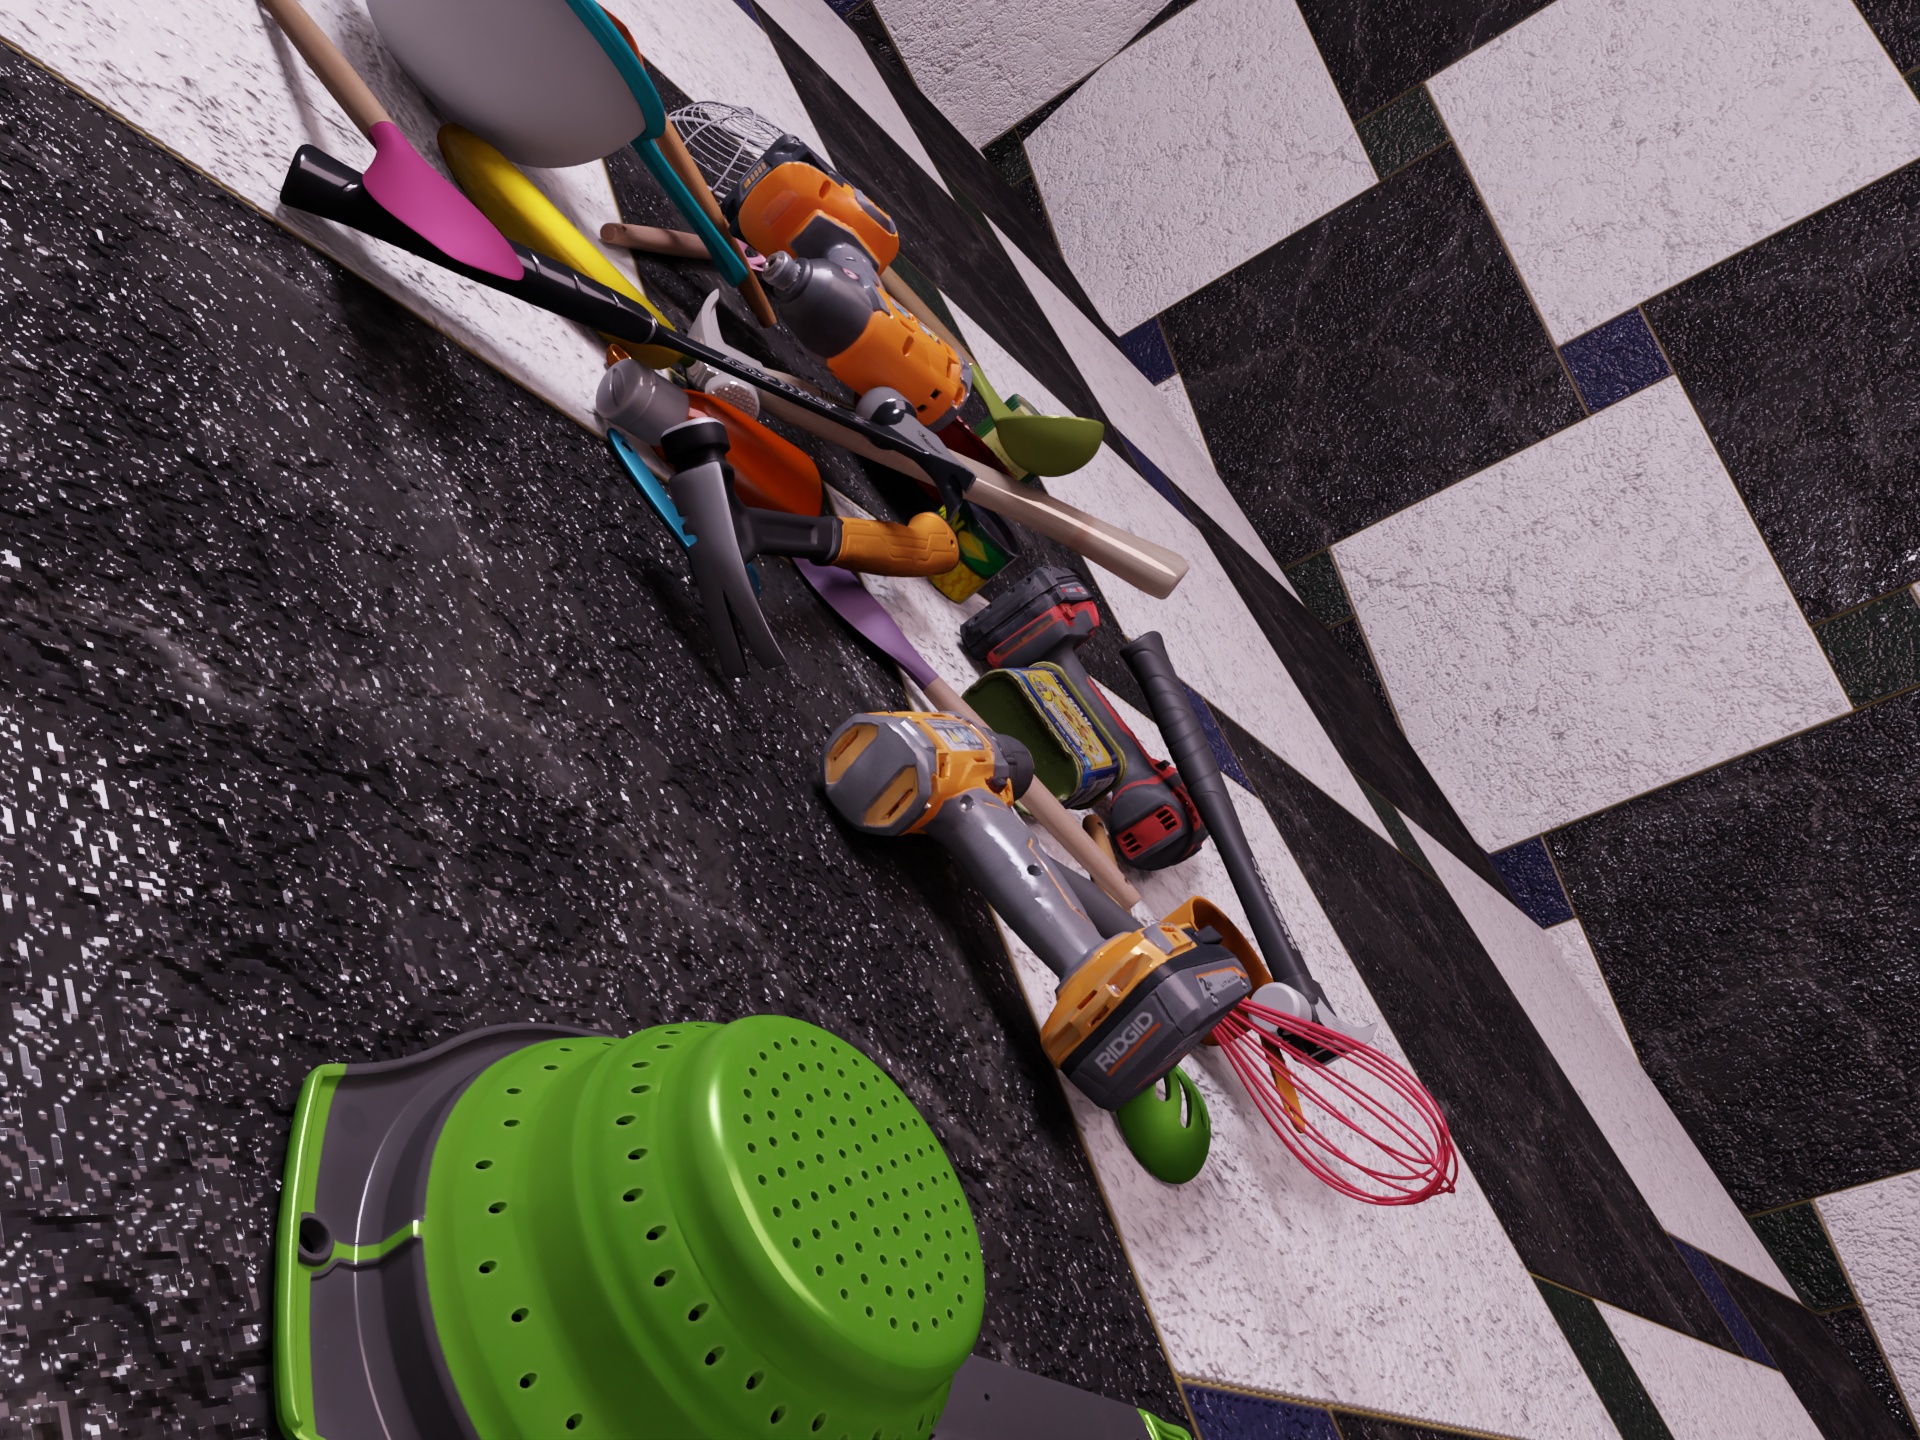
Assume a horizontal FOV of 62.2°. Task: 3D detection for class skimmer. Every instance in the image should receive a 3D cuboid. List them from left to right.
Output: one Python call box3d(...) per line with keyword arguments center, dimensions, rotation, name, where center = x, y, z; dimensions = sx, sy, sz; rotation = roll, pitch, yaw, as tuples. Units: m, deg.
box3d(center=(-0.114, -0.333, 1.277), dimensions=(0.127, 0.090, 0.362), rotation=(-97, 161, -48), name="skimmer")

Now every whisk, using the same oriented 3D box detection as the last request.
box3d(center=(0.140, 0.158, 0.857), dimensions=(0.296, 0.073, 0.073), rotation=(36, 8, 33), name="whisk")

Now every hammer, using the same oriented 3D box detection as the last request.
box3d(center=(-0.158, -0.204, 0.855), dimensions=(0.408, 0.036, 0.149), rotation=(17, 21, -39), name="hammer")
box3d(center=(-0.066, -0.096, 0.925), dimensions=(0.337, 0.034, 0.127), rotation=(-13, 87, -70), name="hammer")
box3d(center=(-0.005, -0.181, 1.131), dimensions=(0.410, 0.038, 0.146), rotation=(20, 31, -29), name="hammer")
box3d(center=(0.177, 0.073, 1.046), dimensions=(0.146, 0.035, 0.335), rotation=(33, 30, -49), name="hammer")

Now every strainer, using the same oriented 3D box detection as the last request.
box3d(center=(-0.256, -0.373, 0.998), dimensions=(0.211, 0.095, 0.340), rotation=(40, -6, 42), name="strainer")

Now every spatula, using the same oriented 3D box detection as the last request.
box3d(center=(-0.208, -0.393, 1.100), dimensions=(0.081, 0.041, 0.322), rotation=(35, -16, 40), name="spatula")
box3d(center=(-0.002, -0.003, 0.977), dimensions=(0.316, 0.018, 0.060), rotation=(47, 23, 4), name="spatula")

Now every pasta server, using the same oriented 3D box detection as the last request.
box3d(center=(-0.191, -0.364, 1.211), dimensions=(0.060, 0.040, 0.316), rotation=(62, 19, -5), name="pasta server")

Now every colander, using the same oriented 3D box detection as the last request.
box3d(center=(-0.009, 0.188, 0.495), dimensions=(0.396, 0.094, 0.205), rotation=(35, 24, -39), name="colander")

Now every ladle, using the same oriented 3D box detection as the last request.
box3d(center=(0.000, -0.290, 1.207), dimensions=(0.078, 0.062, 0.320), rotation=(1, 43, -44), name="ladle")

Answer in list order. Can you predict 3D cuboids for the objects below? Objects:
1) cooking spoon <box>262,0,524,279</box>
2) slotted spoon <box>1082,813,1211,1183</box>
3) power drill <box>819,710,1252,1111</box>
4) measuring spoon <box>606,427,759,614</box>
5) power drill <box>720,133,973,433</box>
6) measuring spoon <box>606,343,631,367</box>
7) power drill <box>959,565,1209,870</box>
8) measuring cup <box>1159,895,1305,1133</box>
box3d(center=(-0.295, -0.302, 0.788), dimensions=(0.068, 0.017, 0.319), rotation=(8, 34, -49), name="cooking spoon")
box3d(center=(0.100, 0.145, 0.941), dimensions=(0.070, 0.031, 0.314), rotation=(34, 22, -22), name="slotted spoon")
box3d(center=(0.045, 0.083, 0.831), dimensions=(0.226, 0.084, 0.185), rotation=(46, 16, 17), name="power drill")
box3d(center=(-0.147, -0.112, 0.855), dimensions=(0.128, 0.021, 0.042), rotation=(54, 18, 6), name="measuring spoon")
box3d(center=(-0.089, -0.304, 1.078), dimensions=(0.164, 0.084, 0.227), rotation=(30, 25, -43), name="power drill")
box3d(center=(-0.171, -0.182, 0.958), dimensions=(0.116, 0.011, 0.021), rotation=(44, 18, -31), name="measuring spoon")
box3d(center=(0.109, 0.001, 1.162), dimensions=(0.227, 0.080, 0.188), rotation=(56, 17, 6), name="power drill")
box3d(center=(0.160, 0.187, 0.964), dimensions=(0.095, 0.052, 0.174), rotation=(37, 25, -36), name="measuring cup")
